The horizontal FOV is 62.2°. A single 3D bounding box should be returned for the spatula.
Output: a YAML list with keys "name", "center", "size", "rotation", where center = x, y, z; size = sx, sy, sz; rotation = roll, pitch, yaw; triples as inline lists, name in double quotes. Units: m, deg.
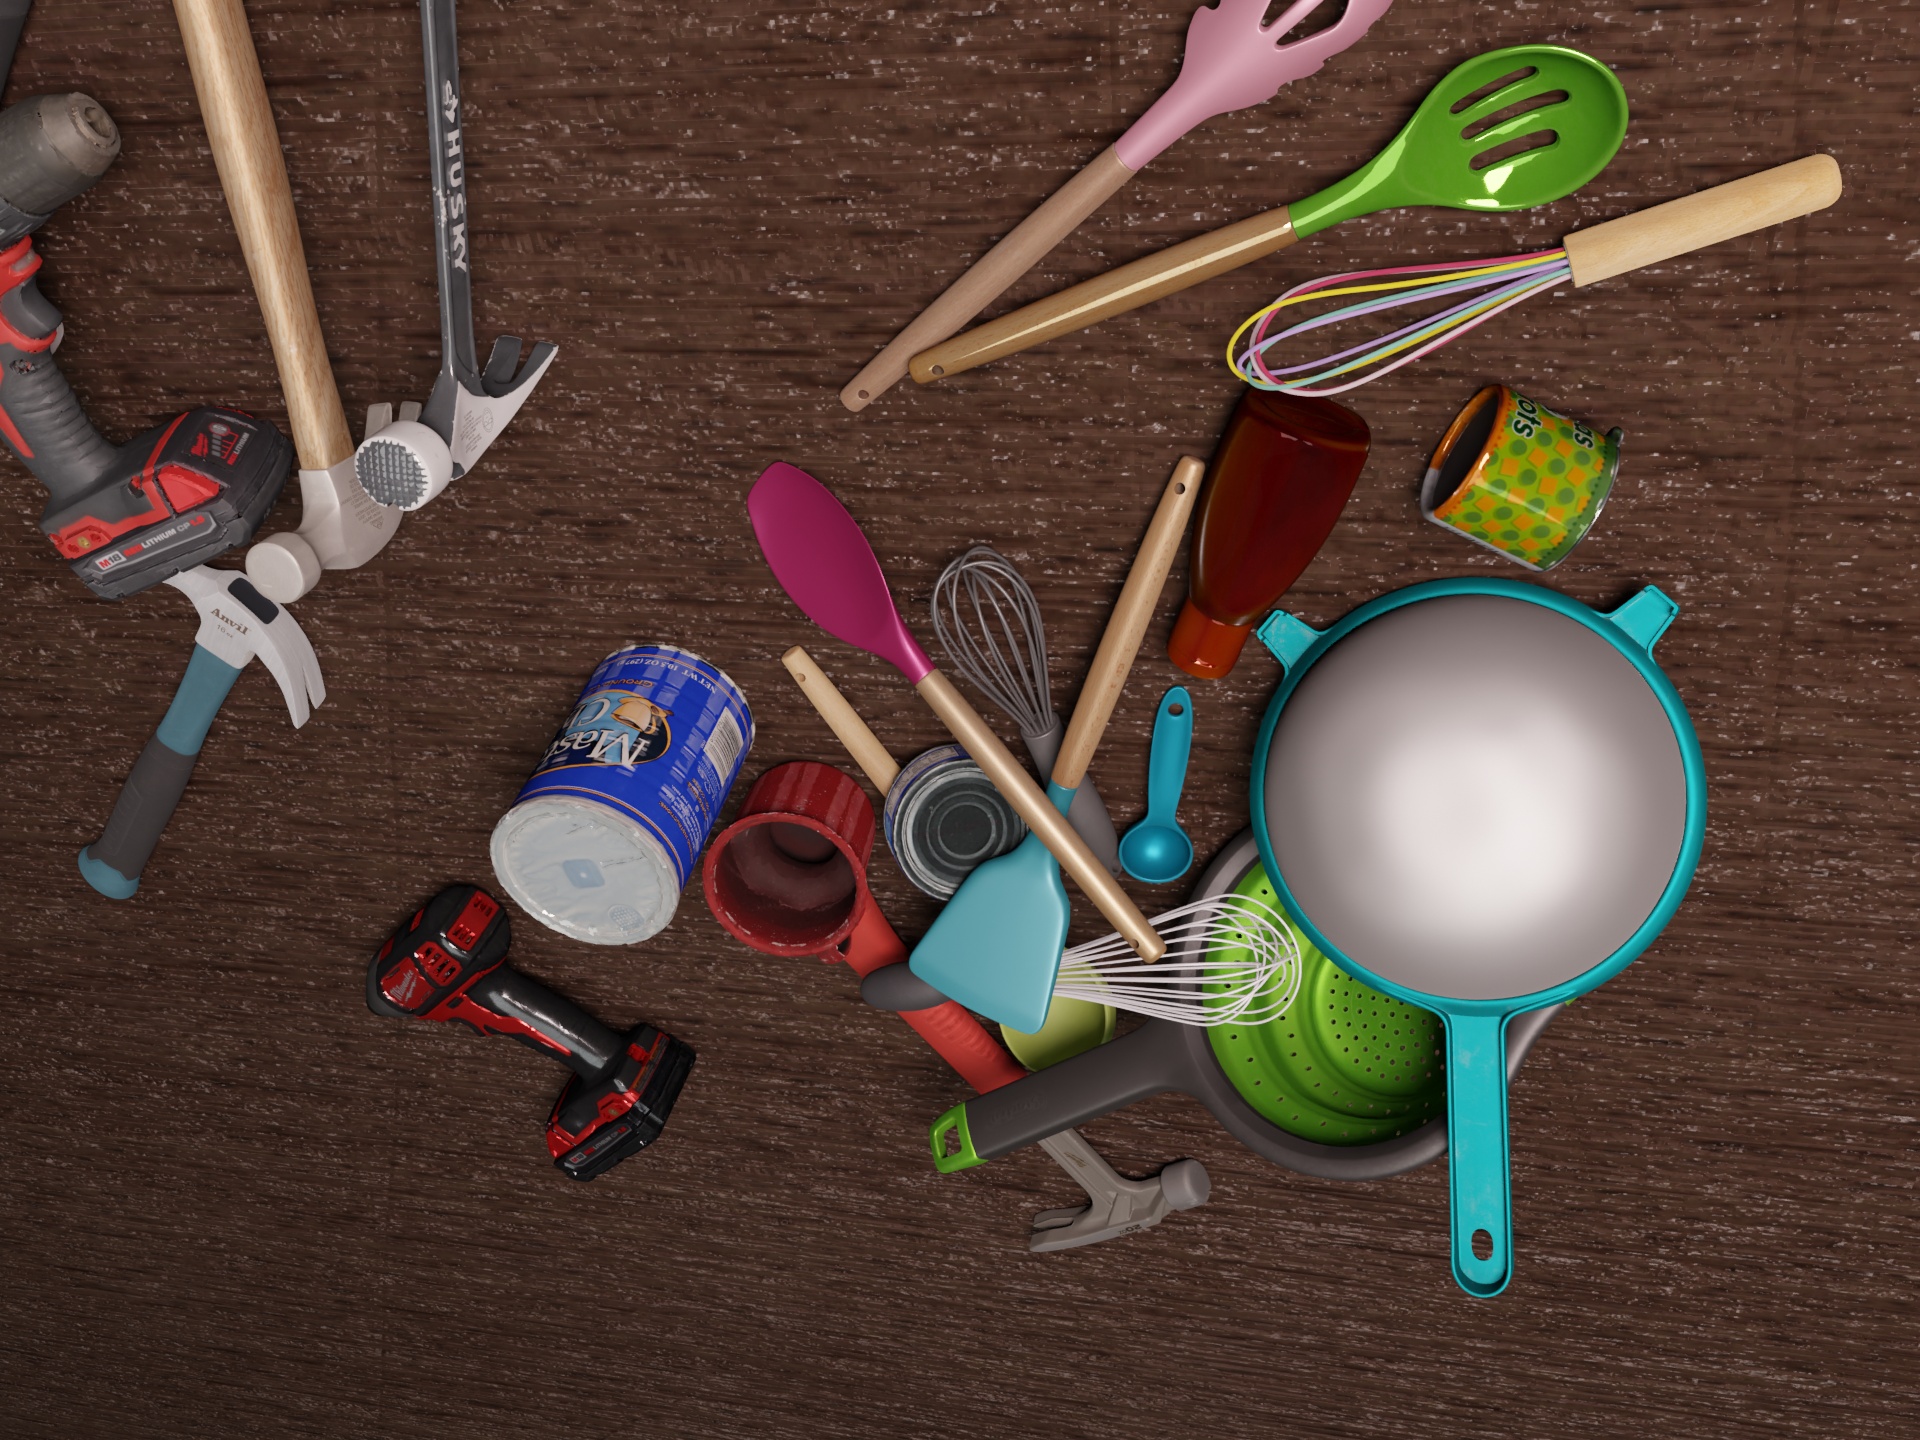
- name: "spatula"
  center: [0.060, 0.014, 0.815]
  size: [0.082, 0.044, 0.317]
  rotation: [26, 116, 14]

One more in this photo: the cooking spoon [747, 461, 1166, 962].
- name: "cooking spoon"
  center: [-0.001, -0.003, 0.813]
  size: [0.319, 0.017, 0.068]
  rotation: [51, 133, 3]

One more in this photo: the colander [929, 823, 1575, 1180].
- name: "colander"
  center: [0.159, 0.182, 0.900]
  size: [0.397, 0.205, 0.094]
  rotation: [-29, 148, 26]

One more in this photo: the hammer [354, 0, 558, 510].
- name: "hammer"
  center: [-0.209, -0.299, 0.646]
  size: [0.036, 0.149, 0.408]
  rotation: [11, 121, 5]

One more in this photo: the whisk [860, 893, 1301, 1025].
- name: "whisk"
  center: [0.057, 0.140, 0.888]
  size: [0.284, 0.070, 0.070]
  rotation: [-10, 125, 34]

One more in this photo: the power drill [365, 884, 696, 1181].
- name: "power drill"
  center: [-0.307, 0.217, 1.102]
  size: [0.219, 0.079, 0.143]
  rotation: [42, 126, -16]

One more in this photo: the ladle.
- name: "ladle"
  center: [-0.009, 0.087, 0.931]
  size: [0.078, 0.062, 0.320]
  rotation: [-23, 116, 29]

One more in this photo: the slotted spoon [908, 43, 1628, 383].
- name: "slotted spoon"
  center: [0.115, -0.203, 0.673]
  size: [0.314, 0.031, 0.070]
  rotation: [-17, 131, 23]

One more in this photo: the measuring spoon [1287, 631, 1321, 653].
- name: "measuring spoon"
  center: [0.218, -0.009, 0.824]
  size: [0.124, 0.018, 0.034]
  rotation: [38, 130, -8]

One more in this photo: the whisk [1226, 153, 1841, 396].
- name: "whisk"
  center: [0.229, -0.184, 0.659]
  size: [0.245, 0.051, 0.047]
  rotation: [-14, 118, 21]

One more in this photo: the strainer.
- name: "strainer"
  center: [0.229, 0.100, 0.728]
  size: [0.211, 0.095, 0.340]
  rotation: [-2, 87, 24]

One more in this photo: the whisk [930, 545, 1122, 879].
- name: "whisk"
  center: [0.043, 0.006, 0.859]
  size: [0.055, 0.055, 0.238]
  rotation: [-11, 128, 22]

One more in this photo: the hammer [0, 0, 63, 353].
- name: "hammer"
  center: [-0.456, -0.321, 0.732]
  size: [0.146, 0.035, 0.334]
  rotation: [34, 128, -14]

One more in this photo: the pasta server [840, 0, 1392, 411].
- name: "pasta server"
  center: [0.053, -0.227, 0.683]
  size: [0.060, 0.040, 0.316]
  rotation: [42, 130, -19]

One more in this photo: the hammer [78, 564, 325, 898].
- name: "hammer"
  center: [-0.507, 0.019, 1.021]
  size: [0.128, 0.033, 0.331]
  rotation: [36, 128, -13]

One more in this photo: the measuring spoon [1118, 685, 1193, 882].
- name: "measuring spoon"
  center: [0.114, 0.033, 0.885]
  size: [0.042, 0.021, 0.128]
  rotation: [6, 120, 4]

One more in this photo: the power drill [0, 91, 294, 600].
- name: "power drill"
  center: [-0.435, -0.184, 0.783]
  size: [0.188, 0.080, 0.226]
  rotation: [-20, 130, 16]

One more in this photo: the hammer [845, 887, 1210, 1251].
- name: "hammer"
  center: [0.009, 0.231, 1.054]
  size: [0.149, 0.037, 0.358]
  rotation: [-26, 118, 31]

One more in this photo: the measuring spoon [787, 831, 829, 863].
- name: "measuring spoon"
  center: [-0.117, 0.099, 1.000]
  size: [0.021, 0.011, 0.117]
  rotation: [39, 131, -13]

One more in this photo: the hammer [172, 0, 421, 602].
- name: "hammer"
  center: [-0.318, -0.230, 0.733]
  size: [0.031, 0.130, 0.331]
  rotation: [2, 118, 13]
